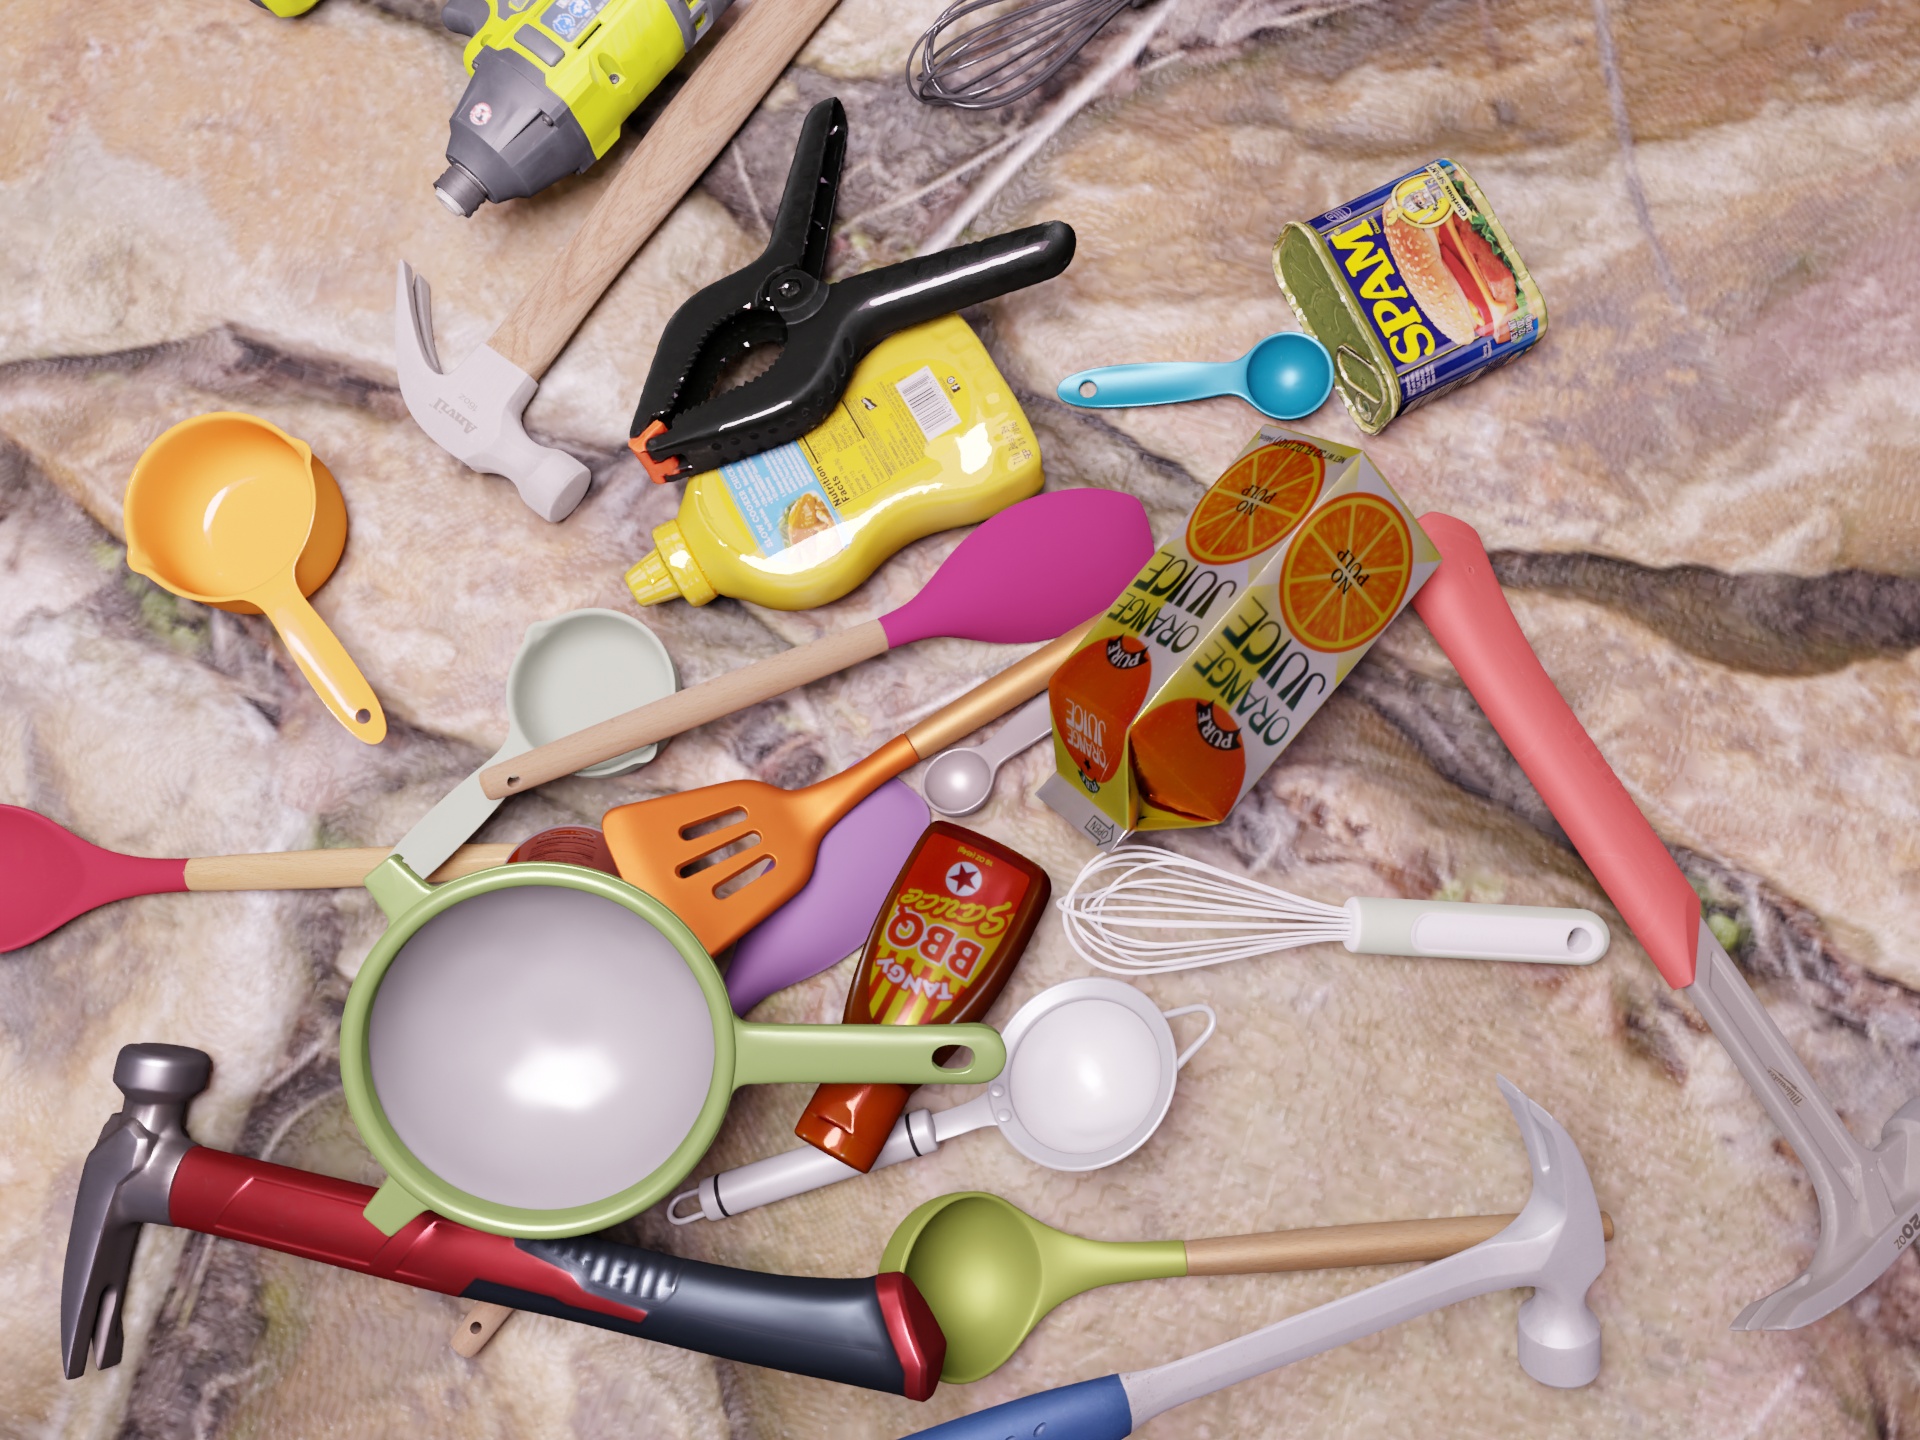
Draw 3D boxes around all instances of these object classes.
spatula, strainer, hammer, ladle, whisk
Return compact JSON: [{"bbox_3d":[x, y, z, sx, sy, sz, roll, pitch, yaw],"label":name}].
[{"bbox_3d":[-0.121,0.154,0.713,0.060,0.018,0.316,38,84,5],"label":"spatula"},{"bbox_3d":[-0.009,0.177,0.696,0.258,0.050,0.087,-19,52,5],"label":"strainer"},{"bbox_3d":[-0.112,0.126,0.646,0.256,0.069,0.151,2,98,-6],"label":"strainer"},{"bbox_3d":[0.071,0.254,0.612,0.405,0.035,0.144,-14,111,-14],"label":"hammer"},{"bbox_3d":[0.124,0.231,0.678,0.320,0.062,0.078,-4,86,-1],"label":"ladle"},{"bbox_3d":[-0.197,0.239,0.661,0.386,0.038,0.143,8,84,14],"label":"hammer"},{"bbox_3d":[-0.001,-0.002,0.709,0.322,0.041,0.081,-31,76,-5],"label":"spatula"},{"bbox_3d":[0.165,0.089,0.700,0.246,0.059,0.058,3,95,-3],"label":"whisk"},{"bbox_3d":[-0.147,-0.262,0.761,0.130,0.031,0.331,35,85,5],"label":"hammer"},{"bbox_3d":[0.285,0.069,0.686,0.149,0.036,0.359,-26,78,-27],"label":"hammer"},{"bbox_3d":[0.080,-0.355,0.759,0.239,0.055,0.055,-30,83,-7],"label":"whisk"},{"bbox_3d":[-0.326,0.068,0.726,0.315,0.031,0.069,-2,82,0],"label":"ladle"}]

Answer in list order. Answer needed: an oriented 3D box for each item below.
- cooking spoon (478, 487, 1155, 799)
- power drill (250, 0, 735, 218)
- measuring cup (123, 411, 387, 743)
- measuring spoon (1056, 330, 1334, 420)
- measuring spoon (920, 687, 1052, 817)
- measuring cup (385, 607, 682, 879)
[{"bbox_3d":[-0.058,-0.029,0.705,0.319,0.017,0.068,-22,114,-9],"label":"cooking spoon"},{"bbox_3d":[-0.238,-0.344,0.735,0.223,0.080,0.171,38,82,13],"label":"power drill"},{"bbox_3d":[-0.306,-0.059,0.730,0.095,0.052,0.173,-35,85,-3],"label":"measuring cup"},{"bbox_3d":[0.110,-0.157,0.751,0.128,0.021,0.042,-1,83,11],"label":"measuring spoon"},{"bbox_3d":[0.036,0.005,0.731,0.124,0.018,0.034,-36,54,-9],"label":"measuring spoon"},{"bbox_3d":[-0.197,0.020,0.724,0.167,0.038,0.083,-44,84,-2],"label":"measuring cup"}]
